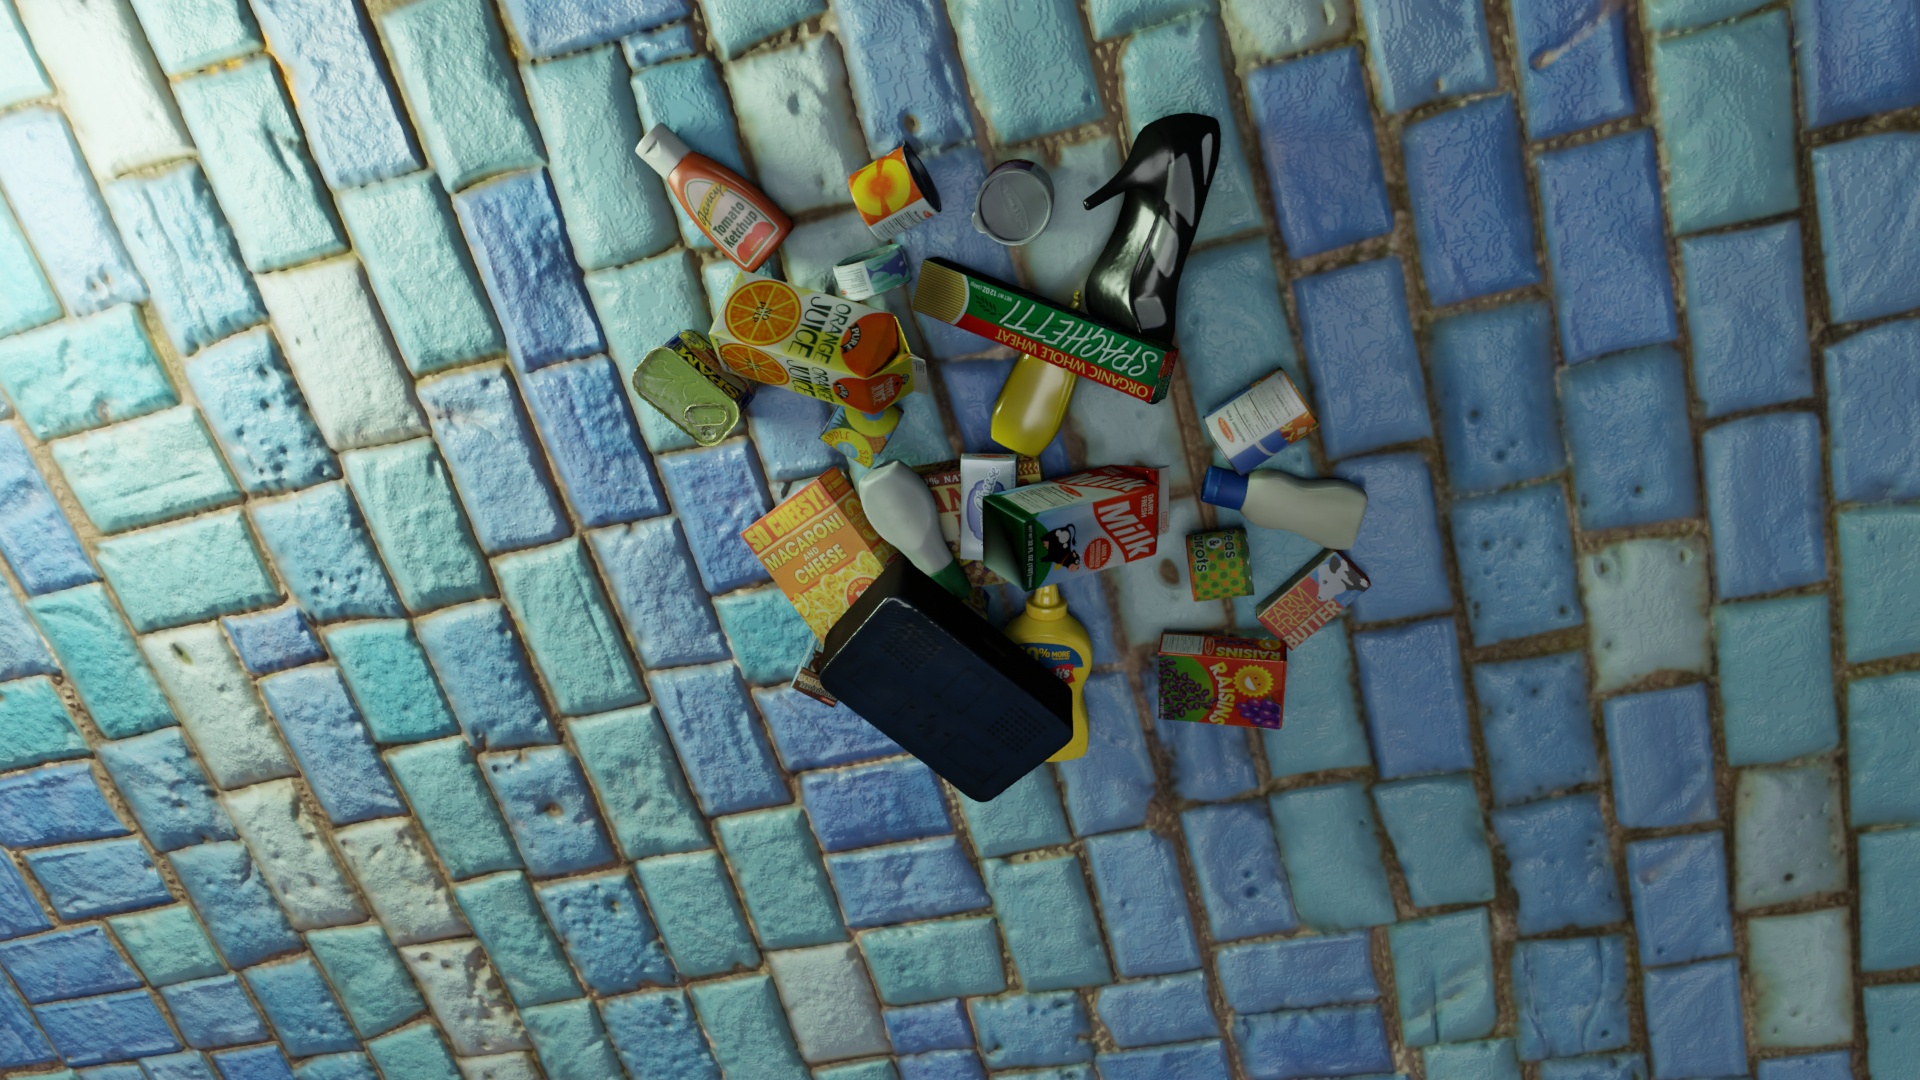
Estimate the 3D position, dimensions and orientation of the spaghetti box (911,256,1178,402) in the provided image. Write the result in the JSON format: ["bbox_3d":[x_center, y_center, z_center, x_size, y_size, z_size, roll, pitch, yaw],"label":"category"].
[{"bbox_3d":[0.071,-0.188,1.227,0.250,0.029,0.050,25,116,21],"label":"spaghetti box"}]

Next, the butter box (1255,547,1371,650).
[{"bbox_3d":[0.342,0.055,1.351,0.053,0.024,0.103,41,111,-10],"label":"butter box"}]

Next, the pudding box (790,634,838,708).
[{"bbox_3d":[-0.136,0.128,1.406,0.049,0.084,0.030,27,115,-6],"label":"pudding box"}]

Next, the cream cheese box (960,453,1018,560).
[{"bbox_3d":[0.027,-0.031,1.308,0.053,0.024,0.103,3,113,7],"label":"cream cheese box"}]

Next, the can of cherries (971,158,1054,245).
[{"bbox_3d":[0.046,-0.297,1.218,0.071,0.058,0.071,2,114,5],"label":"can of cherries"}]

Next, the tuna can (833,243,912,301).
[{"bbox_3d":[-0.077,-0.243,1.254,0.071,0.071,0.032,-14,110,12],"label":"tuna can"}]

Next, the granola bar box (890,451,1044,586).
[{"bbox_3d":[0.005,-0.017,1.353,0.165,0.039,0.123,-7,112,10],"label":"granola bar box"}]

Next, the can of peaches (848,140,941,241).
[{"bbox_3d":[-0.059,-0.307,1.223,0.058,0.071,0.071,-26,108,17],"label":"can of peaches"}]

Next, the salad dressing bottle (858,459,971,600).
[{"bbox_3d":[-0.040,-0.005,1.317,0.064,0.044,0.147,-26,108,16],"label":"salad dressing bottle"}]

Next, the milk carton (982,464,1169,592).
[{"bbox_3d":[0.119,-0.018,1.294,0.191,0.073,0.072,-15,117,-28],"label":"milk carton"}]

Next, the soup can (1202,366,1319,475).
[{"bbox_3d":[0.275,-0.108,1.269,0.083,0.071,0.071,-34,105,18],"label":"soup can"}]

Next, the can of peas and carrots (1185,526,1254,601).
[{"bbox_3d":[0.247,0.022,1.324,0.059,0.071,0.070,-8,112,11],"label":"can of peas and carrots"}]

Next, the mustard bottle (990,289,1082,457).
[{"bbox_3d":[0.081,-0.157,1.278,0.065,0.049,0.159,25,113,1],"label":"mustard bottle"}]

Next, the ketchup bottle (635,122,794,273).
[{"bbox_3d":[-0.224,-0.312,1.252,0.148,0.044,0.064,42,112,-10],"label":"ketchup bottle"}]

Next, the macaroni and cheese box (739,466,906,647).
[{"bbox_3d":[-0.120,0.027,1.359,0.123,0.040,0.166,-32,97,34],"label":"macaroni and cheese box"}]

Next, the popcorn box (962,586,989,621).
[{"bbox_3d":[-0.025,0.105,1.382,0.038,0.085,0.126,37,112,-13],"label":"popcorn box"}]

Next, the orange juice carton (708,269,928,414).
[{"bbox_3d":[-0.120,-0.173,1.254,0.193,0.071,0.073,17,69,9],"label":"orange juice carton"}]

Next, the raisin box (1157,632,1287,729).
[{"bbox_3d":[0.259,0.139,1.375,0.123,0.040,0.085,3,121,13],"label":"raisin box"}]

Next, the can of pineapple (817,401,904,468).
[{"bbox_3d":[-0.094,-0.108,1.309,0.058,0.071,0.070,31,113,-7],"label":"can of pineapple"}]

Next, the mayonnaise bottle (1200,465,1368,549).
[{"bbox_3d":[0.303,-0.037,1.308,0.148,0.041,0.064,14,112,2],"label":"mayonnaise bottle"}]
